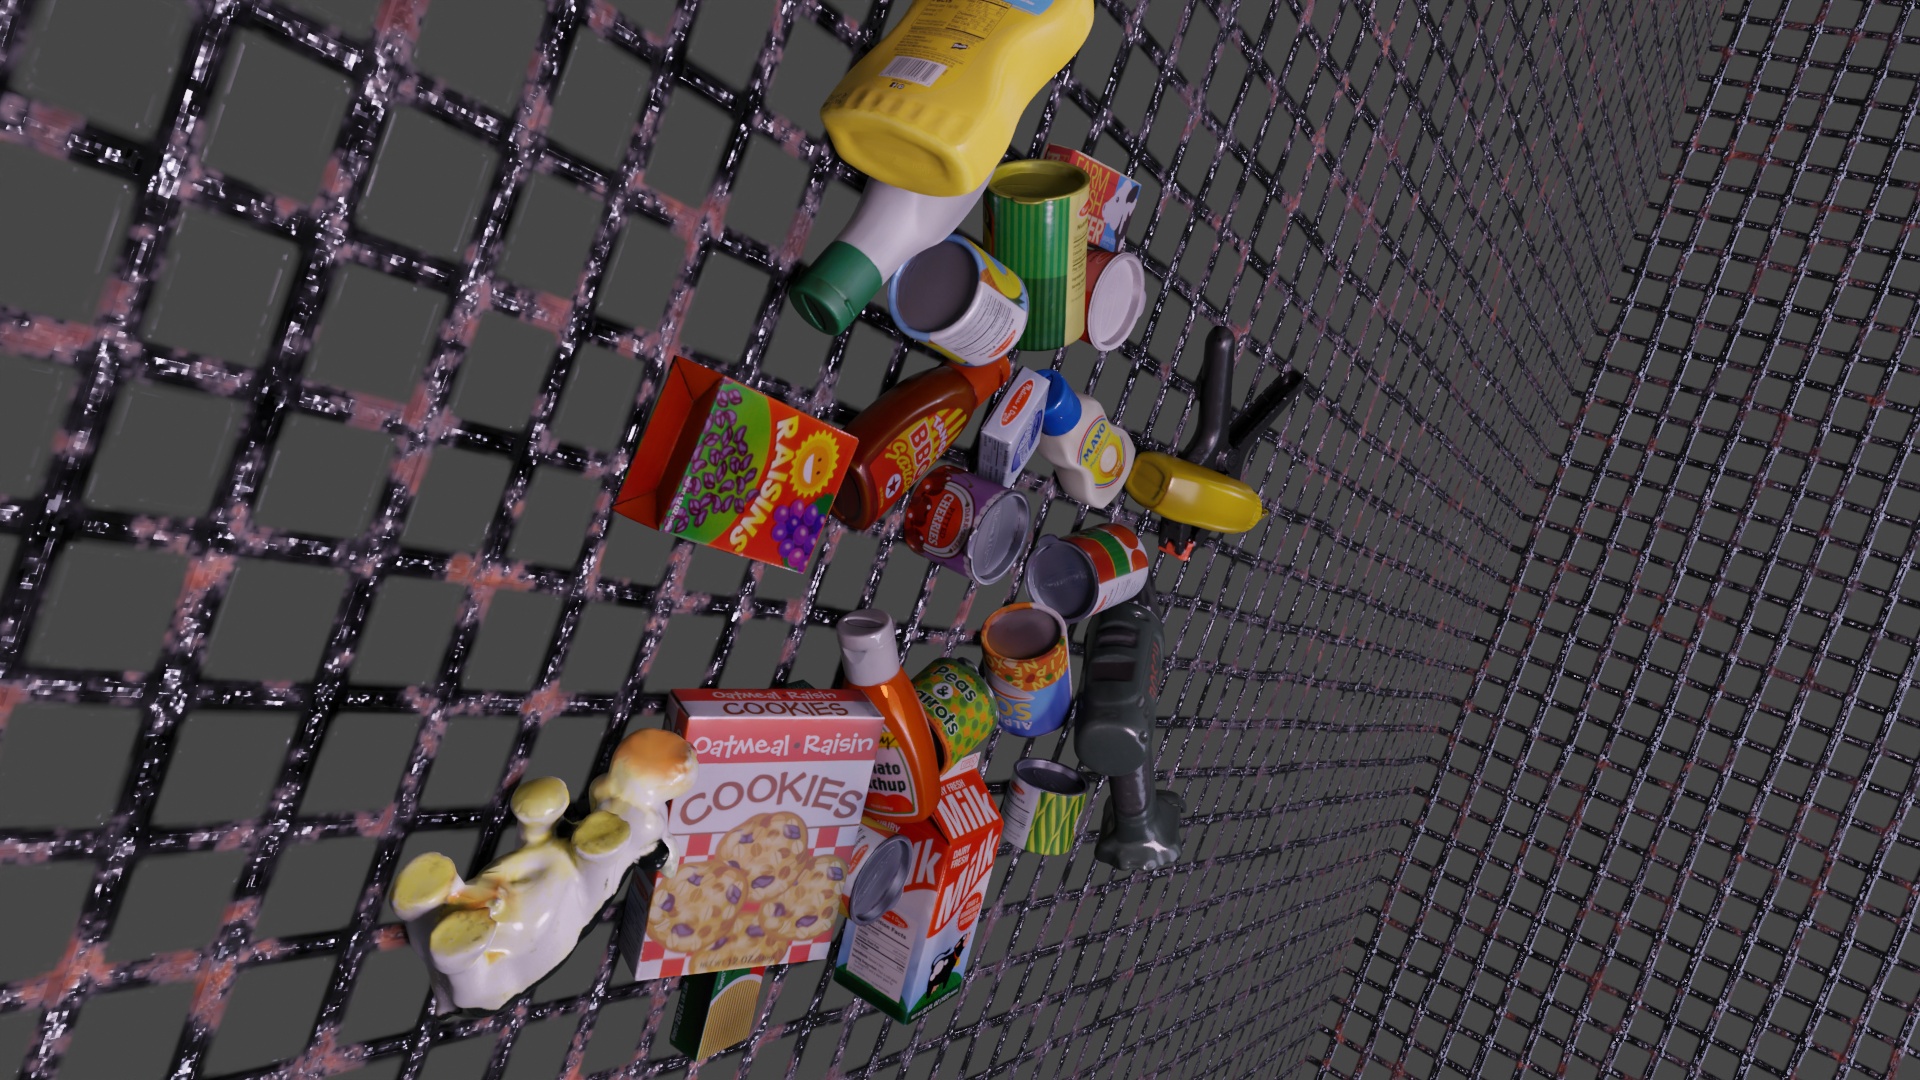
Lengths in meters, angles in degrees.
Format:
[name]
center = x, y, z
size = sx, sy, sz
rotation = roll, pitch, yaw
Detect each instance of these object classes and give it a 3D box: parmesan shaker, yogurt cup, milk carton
[parmesan shaker]
center = 0.046, -0.177, 0.871
size = 0.072, 0.071, 0.102
rotation = -37, 139, -40
[yogurt cup]
center = 0.087, -0.169, 0.953
size = 0.073, 0.054, 0.072
rotation = -36, 137, -42
[milk carton]
center = -0.027, 0.249, 1.028
size = 0.072, 0.073, 0.190
rotation = -9, 116, -55

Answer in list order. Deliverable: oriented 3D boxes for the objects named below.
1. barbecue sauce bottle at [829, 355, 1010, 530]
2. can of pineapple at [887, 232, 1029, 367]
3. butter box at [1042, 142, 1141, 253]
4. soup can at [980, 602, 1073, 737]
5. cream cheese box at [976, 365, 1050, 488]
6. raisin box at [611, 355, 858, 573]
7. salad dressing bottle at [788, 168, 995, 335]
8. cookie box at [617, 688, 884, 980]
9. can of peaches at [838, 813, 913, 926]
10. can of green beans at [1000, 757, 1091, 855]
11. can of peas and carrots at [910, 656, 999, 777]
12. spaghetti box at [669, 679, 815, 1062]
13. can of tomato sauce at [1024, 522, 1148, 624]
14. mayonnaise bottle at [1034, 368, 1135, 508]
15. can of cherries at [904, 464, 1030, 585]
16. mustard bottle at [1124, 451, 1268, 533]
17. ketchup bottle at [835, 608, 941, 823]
[barbecue sauce bottle]
center = -0.026, -0.072, 0.849
size = 0.149, 0.044, 0.064
rotation = -45, 152, -34
[can of pineapple]
center = -0.003, -0.143, 0.822
size = 0.058, 0.071, 0.071
rotation = 20, 92, -59
[butter box]
center = 0.084, -0.230, 0.940
size = 0.103, 0.024, 0.053
rotation = 0, 108, -58
[soup can]
center = 0.049, 0.100, 1.059
size = 0.072, 0.071, 0.083
rotation = -44, 142, -34
[cream cheese box]
center = 0.034, -0.071, 0.929
size = 0.053, 0.024, 0.103
rotation = -57, 171, -16
[raisin box]
center = -0.116, -0.036, 0.737
size = 0.123, 0.040, 0.086
rotation = 22, 90, -58
[salad dressing bottle]
center = -0.037, -0.177, 0.766
size = 0.148, 0.044, 0.064
rotation = -53, 145, -21
[cookie box]
center = -0.123, 0.169, 0.815
size = 0.123, 0.040, 0.167
rotation = 5, 107, -32
[can of peaches]
center = -0.075, 0.221, 0.950
size = 0.071, 0.058, 0.071
rotation = -37, 138, -42
[can of green beans]
center = 0.070, 0.224, 1.170
size = 0.071, 0.071, 0.057
rotation = -8, 116, -56
[can of peas and carrots]
center = -0.016, 0.123, 0.969
size = 0.059, 0.071, 0.070
rotation = -37, 138, -40
[spaghetti box]
center = -0.134, 0.210, 0.878
size = 0.050, 0.029, 0.249
rotation = -4, 113, -56
[can of tomato sauce]
center = 0.099, 0.023, 1.089
size = 0.083, 0.071, 0.071
rotation = -16, 123, -53
[mayonnaise bottle]
center = 0.084, -0.077, 1.022
size = 0.065, 0.041, 0.148
rotation = -61, 150, -8
[can of cherries]
center = 0.003, -0.012, 0.921
size = 0.072, 0.058, 0.071
rotation = -37, 139, -41
[mustard bottle]
center = 0.214, -0.035, 1.192
size = 0.160, 0.065, 0.048
rotation = 15, 109, -38
[ketchup bottle]
center = -0.052, 0.116, 0.917
size = 0.044, 0.065, 0.148
rotation = -50, 139, -52
